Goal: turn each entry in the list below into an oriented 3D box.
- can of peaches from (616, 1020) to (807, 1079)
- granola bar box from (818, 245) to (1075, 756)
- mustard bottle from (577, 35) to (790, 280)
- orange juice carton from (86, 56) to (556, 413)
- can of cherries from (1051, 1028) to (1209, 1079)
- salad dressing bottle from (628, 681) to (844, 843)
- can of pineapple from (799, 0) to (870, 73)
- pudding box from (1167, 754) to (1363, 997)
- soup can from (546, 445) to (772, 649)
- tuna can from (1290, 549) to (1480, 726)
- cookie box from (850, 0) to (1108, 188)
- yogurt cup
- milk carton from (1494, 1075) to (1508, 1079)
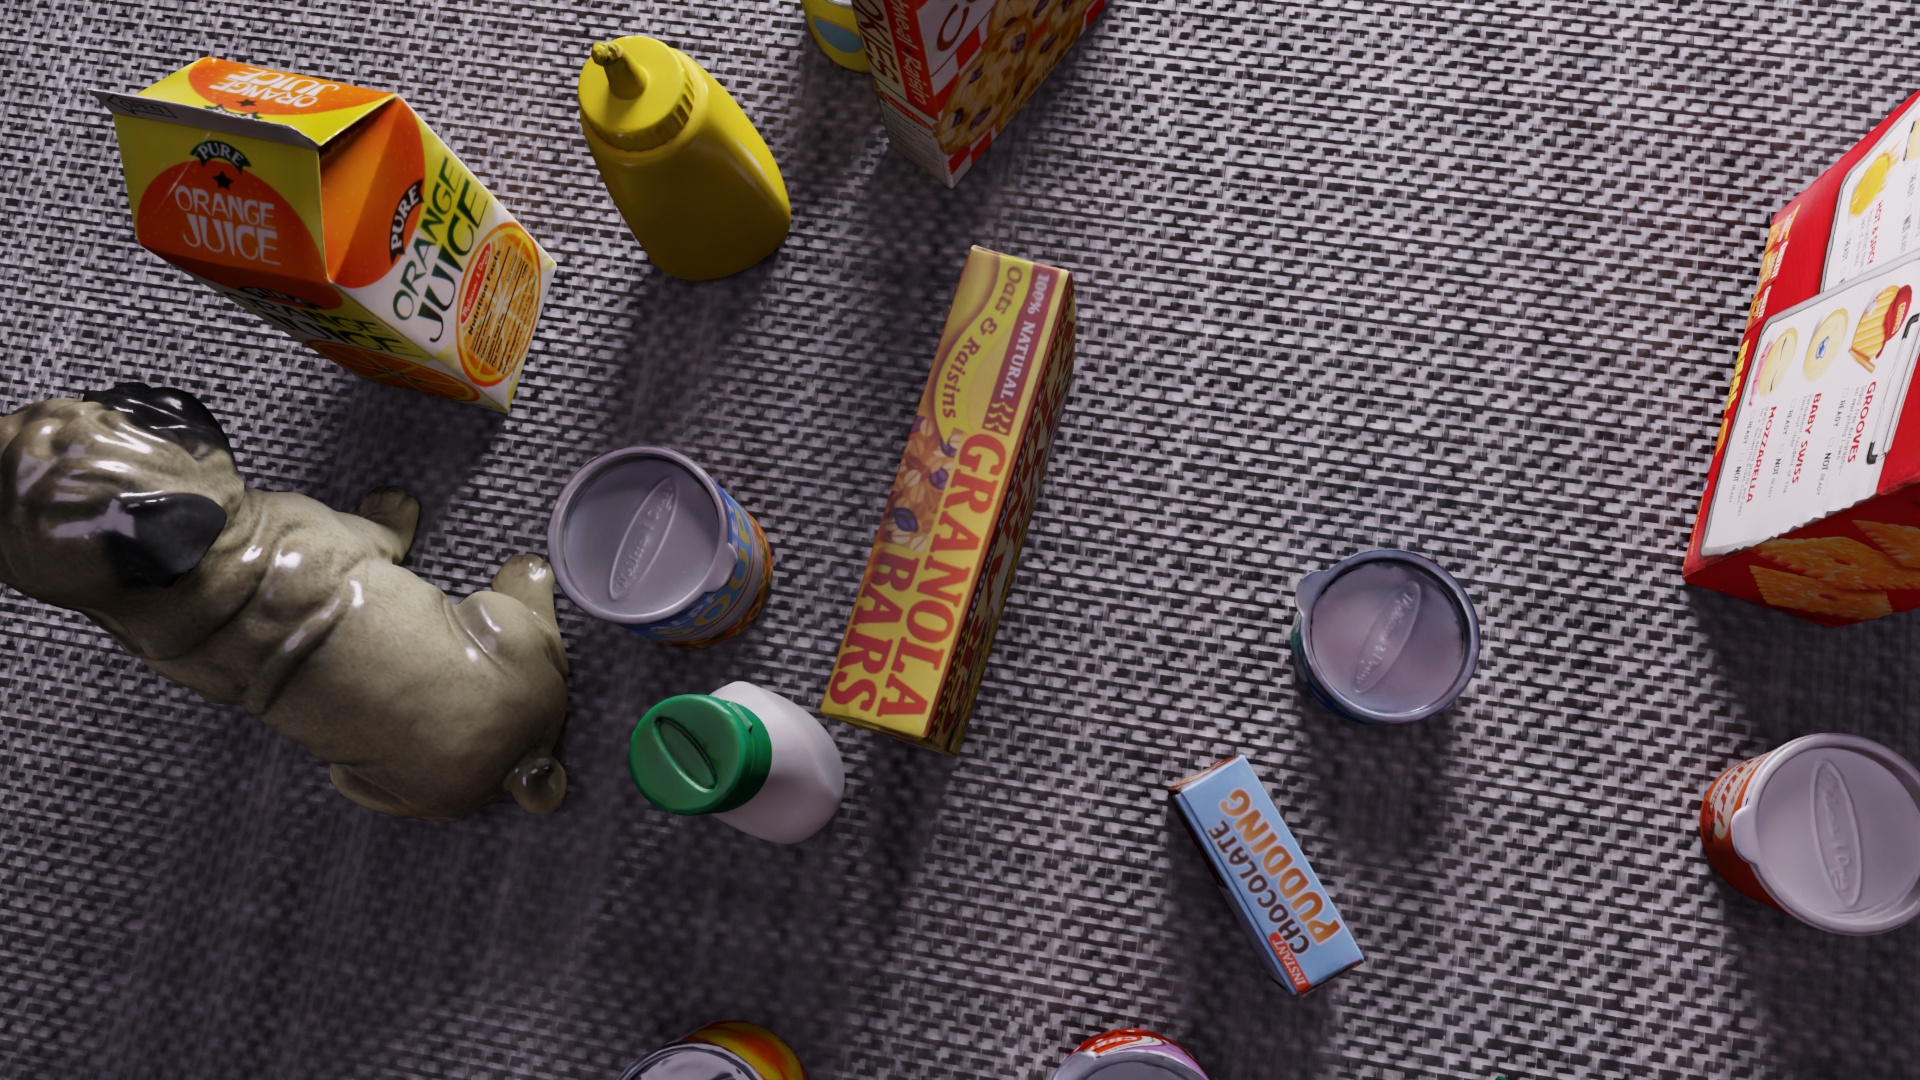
[{"bbox_3d":[-0.089,0.214,0.505,0.071,0.058,0.071,-1,79,4],"label":"can of peaches"},{"bbox_3d":[0.002,-0.006,0.509,0.039,0.124,0.166,16,80,8],"label":"granola bar box"},{"bbox_3d":[-0.109,-0.150,0.530,0.065,0.160,0.049,-24,78,0],"label":"mustard bottle"},{"bbox_3d":[-0.226,-0.114,0.515,0.072,0.192,0.073,13,80,7],"label":"orange juice carton"},{"bbox_3d":[0.061,0.209,0.494,0.071,0.058,0.071,-1,79,4],"label":"can of cherries"},{"bbox_3d":[-0.076,0.077,0.486,0.044,0.147,0.064,-40,79,-4],"label":"salad dressing bottle"},{"bbox_3d":[-0.040,-0.245,0.596,0.071,0.057,0.071,-1,79,4],"label":"can of pineapple"},{"bbox_3d":[0.110,0.122,0.512,0.030,0.049,0.084,-29,78,-1],"label":"pudding box"},{"bbox_3d":[-0.110,0.007,0.536,0.071,0.083,0.071,-1,79,5],"label":"soup can"},{"bbox_3d":[0.160,0.037,0.535,0.071,0.032,0.071,-1,78,4],"label":"tuna can"},{"bbox_3d":[0.013,-0.227,0.532,0.040,0.167,0.123,38,84,11],"label":"cookie box"},{"bbox_3d":[0.304,0.105,0.498,0.072,0.054,0.072,-1,79,4],"label":"yogurt cup"},{"bbox_3d":[0.198,0.227,0.412,0.073,0.190,0.072,39,84,11],"label":"milk carton"}]
